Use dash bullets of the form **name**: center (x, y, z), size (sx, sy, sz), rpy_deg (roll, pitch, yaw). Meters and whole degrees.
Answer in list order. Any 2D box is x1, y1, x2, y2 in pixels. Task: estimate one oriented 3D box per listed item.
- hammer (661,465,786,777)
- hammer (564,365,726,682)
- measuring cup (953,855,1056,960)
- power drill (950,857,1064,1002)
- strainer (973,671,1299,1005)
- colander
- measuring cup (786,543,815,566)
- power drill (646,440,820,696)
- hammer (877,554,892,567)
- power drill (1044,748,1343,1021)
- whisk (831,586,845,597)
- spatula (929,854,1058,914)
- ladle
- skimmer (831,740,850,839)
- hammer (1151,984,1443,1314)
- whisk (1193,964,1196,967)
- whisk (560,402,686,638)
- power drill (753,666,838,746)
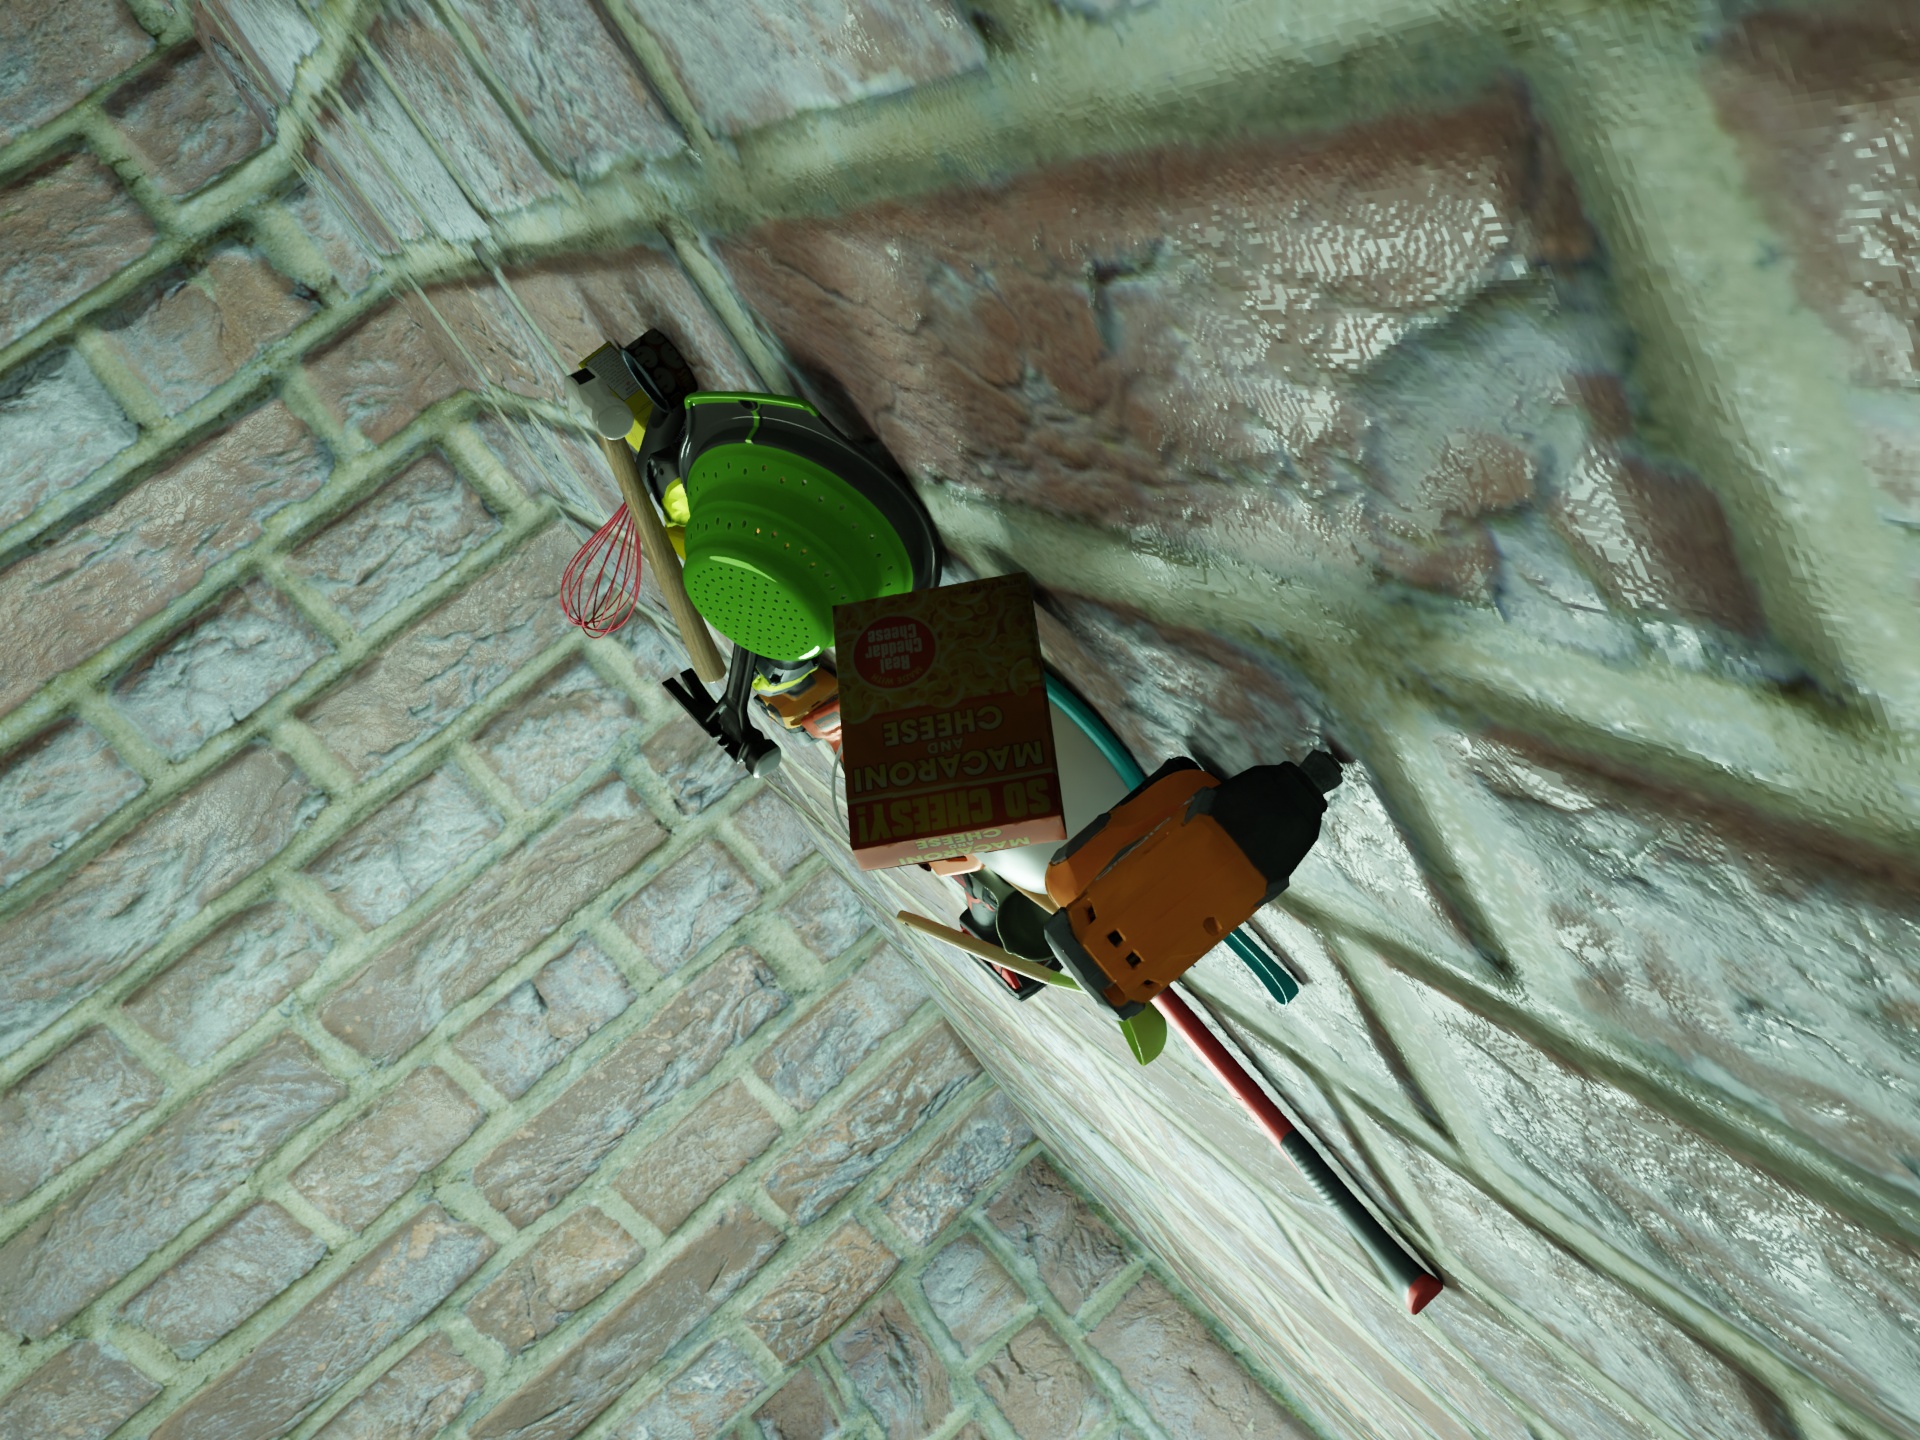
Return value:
- **hammer**: center (-0.168, -0.103, 1.265), size (0.127, 0.034, 0.336), rpy_deg (42, 139, 21)
- **hammer**: center (-0.271, -0.164, 1.400), size (0.130, 0.031, 0.331), rpy_deg (48, 161, 45)
- **measuring cup**: center (0.043, 0.159, 1.541), size (0.167, 0.083, 0.038), rpy_deg (44, -162, 5)
- **power drill**: center (0.052, 0.207, 1.685), size (0.188, 0.080, 0.226), rpy_deg (39, 160, 36)
- **strainer**: center (0.084, 0.096, 1.114), size (0.340, 0.095, 0.211), rpy_deg (45, 162, 13)
- **colander**: center (-0.098, -0.057, 1.151), size (0.204, 0.094, 0.396), rpy_deg (9, 145, 29)
- **measuring cup**: center (-0.138, -0.181, 1.321), size (0.062, 0.029, 0.156), rpy_deg (47, 158, 40)
- **power drill**: center (-0.190, -0.135, 1.382), size (0.223, 0.080, 0.171), rpy_deg (65, 167, 0)
- **hammer**: center (-0.002, -0.004, 1.320), size (0.149, 0.036, 0.408), rpy_deg (43, 166, 36)
- **power drill**: center (0.121, 0.073, 0.848), size (0.084, 0.164, 0.226), rpy_deg (50, -179, 2)
- **whisk**: center (-0.110, -0.101, 1.348), size (0.057, 0.059, 0.246), rpy_deg (36, -178, -10)
- **spatula**: center (0.042, 0.143, 1.405), size (0.323, 0.041, 0.081), rpy_deg (28, 145, 62)
- **ladle**: center (0.063, 0.259, 1.597), size (0.320, 0.062, 0.078), rpy_deg (19, 145, 28)
- **skimmer**: center (-0.082, -0.007, 1.386), size (0.363, 0.090, 0.127), rpy_deg (87, 160, -60)
- **hammer**: center (0.271, 0.353, 1.390), size (0.386, 0.038, 0.143), rpy_deg (49, 170, 7)
- **whisk**: center (0.139, 0.176, 1.330), size (0.051, 0.047, 0.245), rpy_deg (66, 171, -5)
- **whisk**: center (-0.310, -0.191, 1.484), size (0.073, 0.073, 0.295), rpy_deg (46, 128, 20)
- **power drill**: center (-0.223, -0.097, 1.766), size (0.185, 0.084, 0.226), rpy_deg (35, 156, 55)
